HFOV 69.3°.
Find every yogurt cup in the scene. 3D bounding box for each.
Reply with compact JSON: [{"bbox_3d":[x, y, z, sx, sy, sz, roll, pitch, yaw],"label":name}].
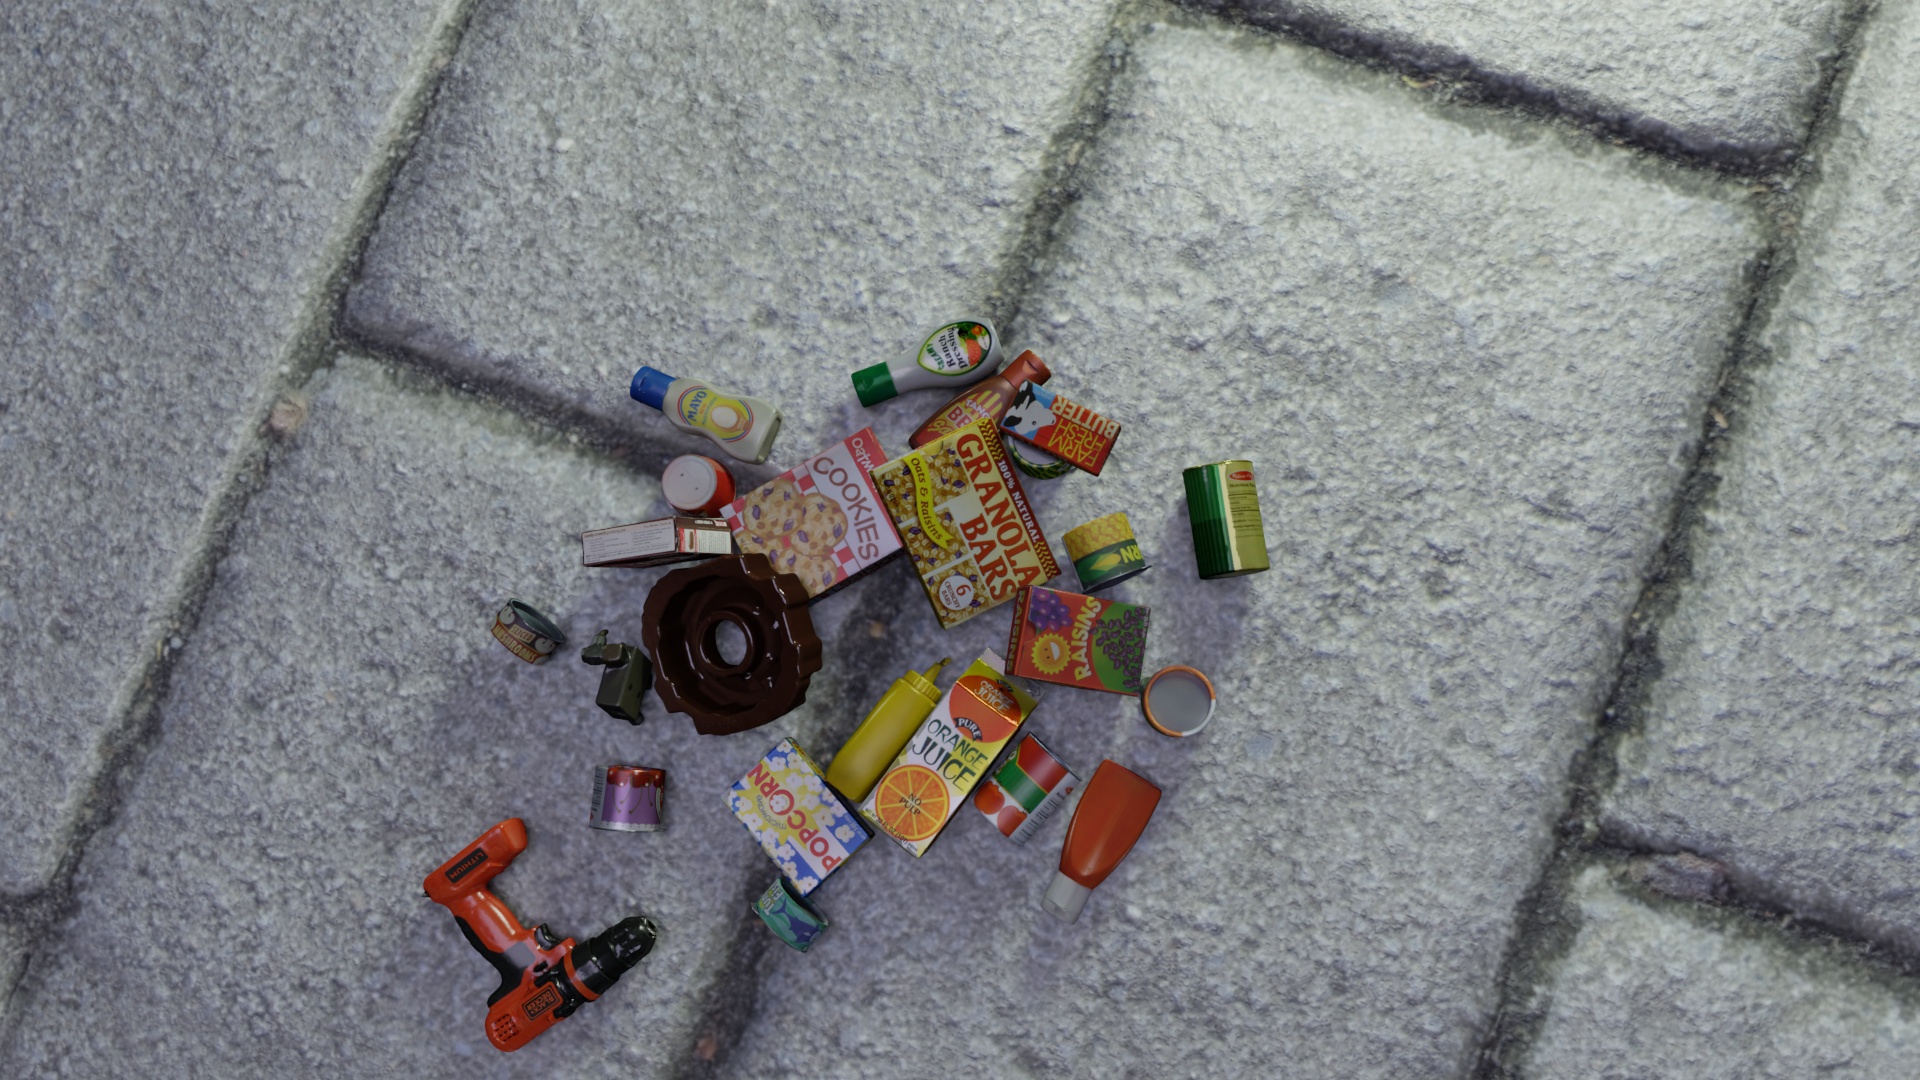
[{"bbox_3d":[-0.258,-0.053,1.358,0.072,0.054,0.072,-1,82,4],"label":"yogurt cup"}]

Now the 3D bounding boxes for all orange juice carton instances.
[{"bbox_3d":[-0.006,0.196,1.290,0.072,0.073,0.193,37,86,9],"label":"orange juice carton"}]

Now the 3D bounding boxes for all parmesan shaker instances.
[{"bbox_3d":[0.245,-0.018,1.298,0.071,0.071,0.103,-8,82,4],"label":"parmesan shaker"}]

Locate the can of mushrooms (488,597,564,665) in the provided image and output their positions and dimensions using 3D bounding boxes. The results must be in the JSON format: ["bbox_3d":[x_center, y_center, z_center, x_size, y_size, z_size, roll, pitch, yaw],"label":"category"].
[{"bbox_3d":[-0.420,0.089,1.344,0.071,0.071,0.033,41,90,9],"label":"can of mushrooms"}]

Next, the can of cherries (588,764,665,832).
[{"bbox_3d":[-0.313,0.244,1.316,0.071,0.071,0.058,3,82,6],"label":"can of cherries"}]

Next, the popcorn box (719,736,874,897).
[{"bbox_3d":[-0.154,0.260,1.311,0.085,0.038,0.127,-42,80,-1],"label":"popcorn box"}]

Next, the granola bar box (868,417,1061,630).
[{"bbox_3d":[0.005,-0.016,1.305,0.124,0.039,0.165,-26,97,-9],"label":"granola bar box"}]

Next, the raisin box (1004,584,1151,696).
[{"bbox_3d":[0.109,0.094,1.288,0.123,0.040,0.086,12,84,-16],"label":"raisin box"}]

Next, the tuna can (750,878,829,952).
[{"bbox_3d":[-0.158,0.345,1.285,0.071,0.071,0.033,41,86,9],"label":"tuna can"}]

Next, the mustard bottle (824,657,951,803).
[{"bbox_3d":[-0.062,0.171,1.306,0.049,0.065,0.160,37,81,9],"label":"mustard bottle"}]

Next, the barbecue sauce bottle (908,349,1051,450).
[{"bbox_3d":[0.023,-0.123,1.347,0.148,0.043,0.065,-42,83,-2],"label":"barbecue sauce bottle"}]

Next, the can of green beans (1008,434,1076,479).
[{"bbox_3d":[0.080,-0.095,1.330,0.071,0.058,0.071,-1,82,5],"label":"can of green beans"}]

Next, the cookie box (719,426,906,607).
[{"bbox_3d":[-0.131,-0.016,1.347,0.167,0.040,0.123,-29,81,1],"label":"cookie box"}]

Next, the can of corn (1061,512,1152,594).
[{"bbox_3d":[0.137,0.011,1.305,0.071,0.071,0.058,-21,80,2],"label":"can of corn"}]

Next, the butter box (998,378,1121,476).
[{"bbox_3d":[0.093,-0.104,1.287,0.103,0.024,0.053,27,85,8],"label":"butter box"}]

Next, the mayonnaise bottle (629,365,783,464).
[{"bbox_3d":[-0.254,-0.129,1.374,0.148,0.041,0.065,23,87,7],"label":"mayonnaise bottle"}]

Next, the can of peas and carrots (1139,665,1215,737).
[{"bbox_3d":[0.199,0.148,1.284,0.071,0.058,0.071,-1,82,5],"label":"can of peas and carrots"}]

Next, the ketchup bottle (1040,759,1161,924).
[{"bbox_3d":[0.124,0.280,1.280,0.065,0.043,0.149,29,86,9],"label":"ketchup bottle"}]

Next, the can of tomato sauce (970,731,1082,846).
[{"bbox_3d":[0.059,0.228,1.283,0.071,0.071,0.083,42,88,9],"label":"can of tomato sauce"}]

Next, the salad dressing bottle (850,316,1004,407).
[{"bbox_3d":[-0.033,-0.171,1.359,0.148,0.044,0.064,-21,80,2],"label":"salad dressing bottle"}]
